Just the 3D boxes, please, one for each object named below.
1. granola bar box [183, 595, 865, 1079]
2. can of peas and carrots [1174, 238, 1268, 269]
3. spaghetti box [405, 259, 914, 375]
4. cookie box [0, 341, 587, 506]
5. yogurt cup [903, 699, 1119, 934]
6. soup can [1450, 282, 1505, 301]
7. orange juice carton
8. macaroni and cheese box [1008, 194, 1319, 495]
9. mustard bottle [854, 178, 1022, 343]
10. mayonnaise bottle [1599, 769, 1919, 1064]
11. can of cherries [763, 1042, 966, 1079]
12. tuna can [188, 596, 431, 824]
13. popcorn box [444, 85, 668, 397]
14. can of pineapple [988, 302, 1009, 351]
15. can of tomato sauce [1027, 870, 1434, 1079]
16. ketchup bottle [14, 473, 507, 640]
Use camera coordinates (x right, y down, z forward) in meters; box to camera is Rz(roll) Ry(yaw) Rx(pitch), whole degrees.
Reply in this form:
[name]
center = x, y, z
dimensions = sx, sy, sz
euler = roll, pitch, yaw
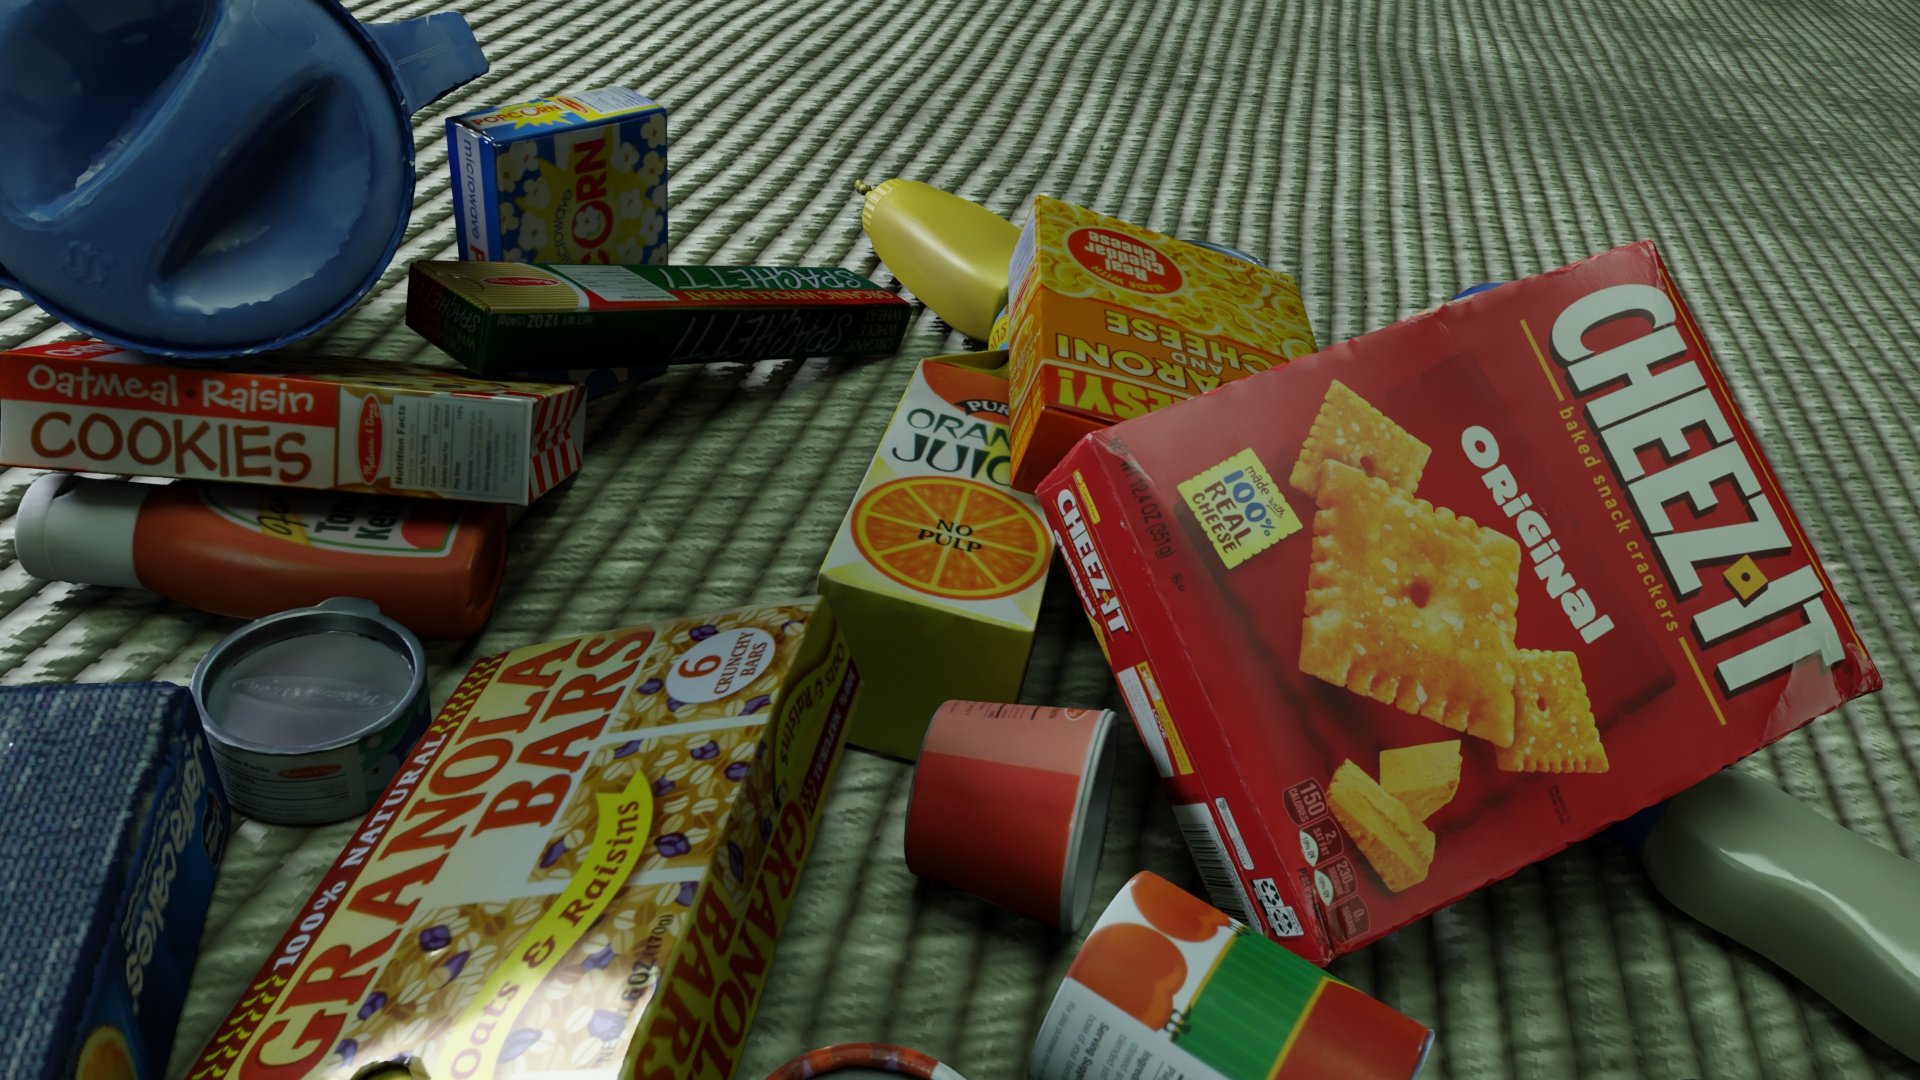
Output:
[granola bar box]
center = -0.104, 0.086, 0.362
dimensions = 0.124, 0.039, 0.166
euler = -11, 31, 18
[can of peas and carrots]
center = 0.122, -0.118, 0.725
dimensions = 0.071, 0.058, 0.071
euler = 7, 35, -5
[spaghetti box]
center = -0.118, -0.100, 0.613
dimensions = 0.050, 0.028, 0.251
euler = 32, 26, 29
[cookie box]
center = -0.232, -0.046, 0.510
dimensions = 0.168, 0.040, 0.123
euler = 5, 9, -8
[yogurt cup]
center = 0.016, 0.080, 0.425
dimensions = 0.054, 0.072, 0.073
euler = 10, 35, 13
[soup can]
center = 0.264, -0.090, 0.720
dimensions = 0.071, 0.071, 0.084
euler = 28, 40, 23
[orange juice carton]
center = 0.002, -0.007, 0.531
dimensions = 0.073, 0.071, 0.194
euler = 14, 36, 3
[macaroni and cheese box]
center = 0.082, -0.068, 0.546
dimensions = 0.124, 0.040, 0.167
euler = 15, 37, -10
[mustard bottle]
center = -0.010, -0.161, 0.759
dimensions = 0.065, 0.048, 0.161
euler = -18, 44, -33
[mayonnaise bottle]
center = 0.272, 0.112, 0.467
dimensions = 0.148, 0.041, 0.065
euler = 32, 41, 29
[can of cherries]
center = -0.026, 0.158, 0.311
dimensions = 0.071, 0.058, 0.072
euler = 8, 36, -5
[tuna can]
center = -0.199, 0.052, 0.432
dimensions = 0.071, 0.032, 0.071
euler = 7, 36, -5
[popcorn box]
center = -0.171, -0.125, 0.603
dimensions = 0.038, 0.126, 0.085
euler = 29, 39, 29
[can of pineapple]
center = 0.049, -0.080, 0.650
dimensions = 0.071, 0.070, 0.058
euler = -1, 37, -16
[can of tomato sauce]
center = 0.070, 0.134, 0.362
dimensions = 0.083, 0.070, 0.071
euler = 27, 39, 22
[ketchup bottle]
center = -0.238, 0.003, 0.480
dimensions = 0.149, 0.043, 0.065
euler = 5, 26, -7
